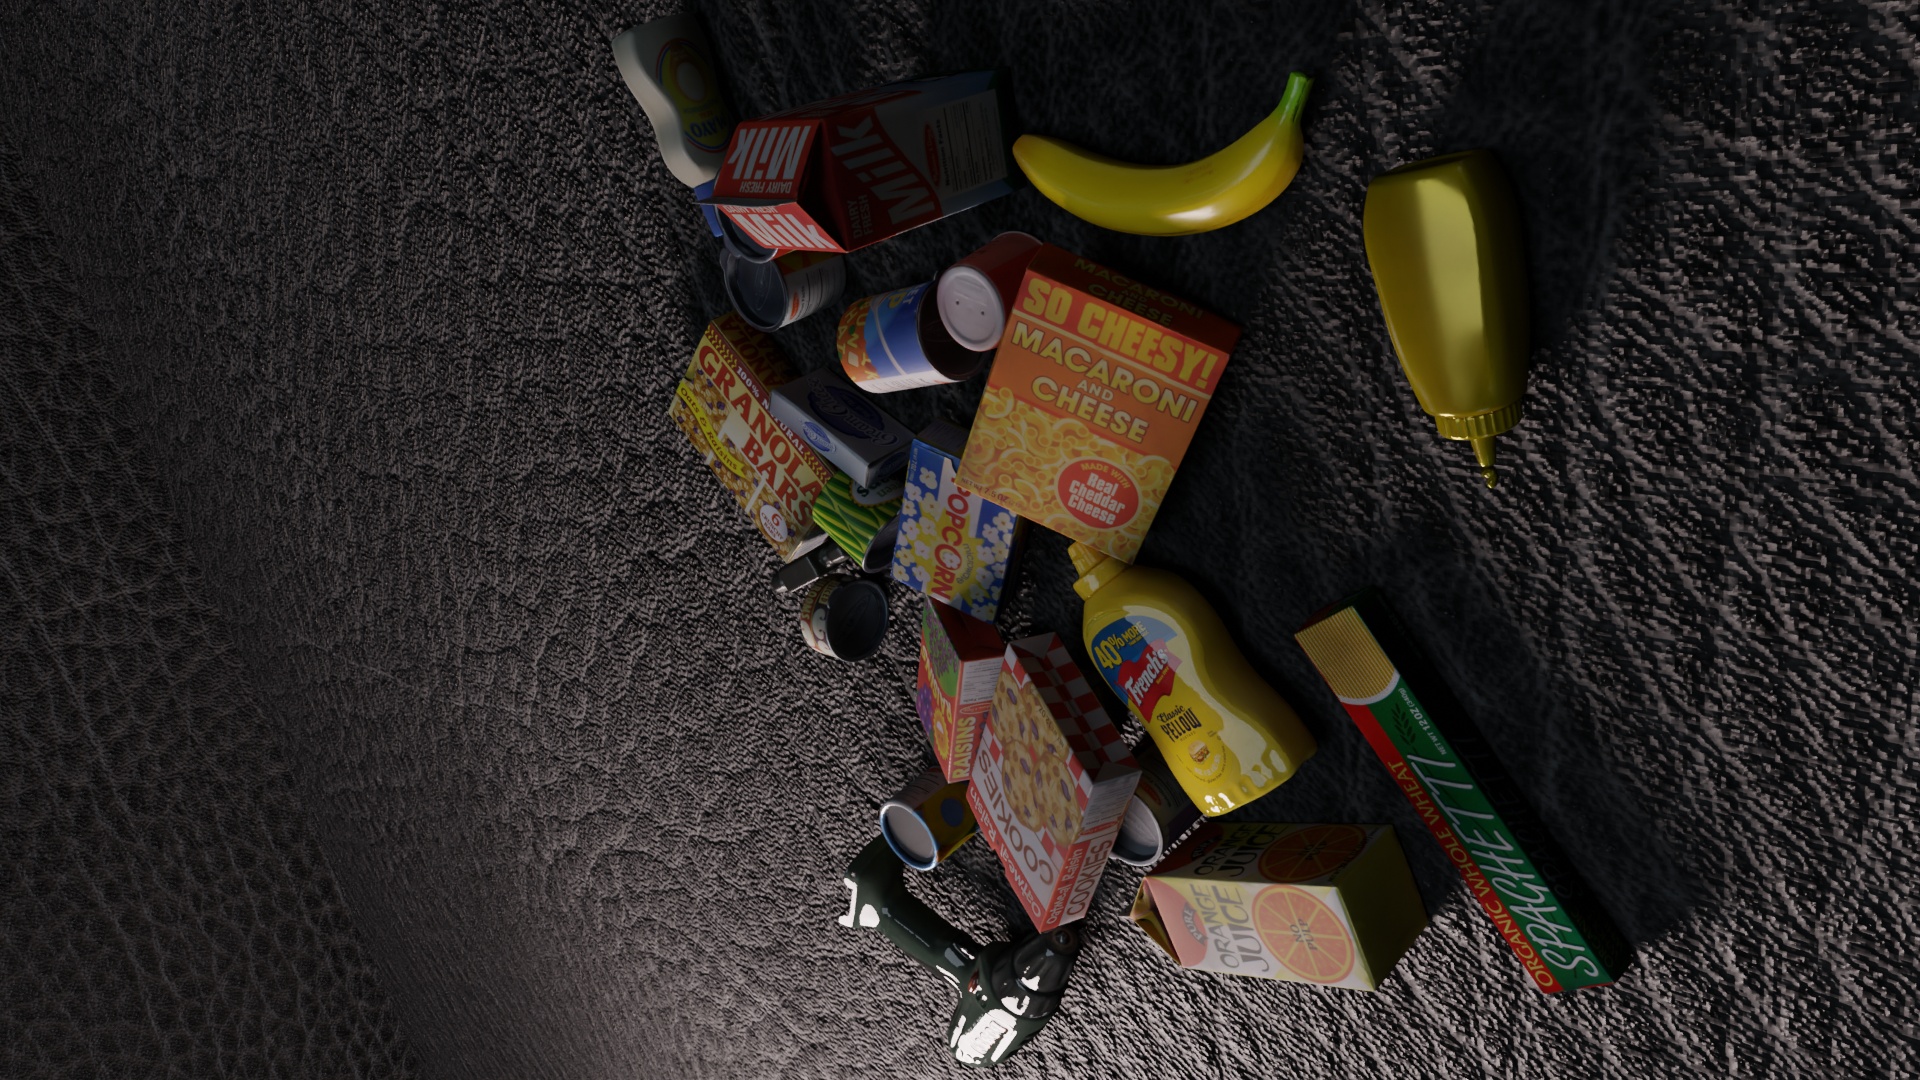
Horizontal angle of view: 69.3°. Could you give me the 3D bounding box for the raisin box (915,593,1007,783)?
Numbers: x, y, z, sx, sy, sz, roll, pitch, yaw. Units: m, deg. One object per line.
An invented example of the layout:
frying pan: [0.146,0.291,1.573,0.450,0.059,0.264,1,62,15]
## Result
raisin box: [0.000,0.103,1.017,0.086,0.040,0.122,-119,28,-48]

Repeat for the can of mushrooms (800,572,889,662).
can of mushrooms: [-0.091,0.058,1.087,0.033,0.071,0.070,13,122,43]

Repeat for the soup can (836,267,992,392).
soup can: [-0.030,-0.135,0.903,0.083,0.072,0.071,-2,112,47]

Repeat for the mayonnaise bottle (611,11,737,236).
mayonnaise bottle: [-0.186,-0.289,0.975,0.041,0.065,0.147,-3,115,50]

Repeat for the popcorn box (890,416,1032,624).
popcorn box: [0.003,-0.012,0.953,0.085,0.038,0.126,25,132,17]

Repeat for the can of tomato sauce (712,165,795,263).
can of tomato sauce: [-0.111,-0.225,0.916,0.071,0.083,0.070,26,130,34]

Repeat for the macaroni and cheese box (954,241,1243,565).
macaroni and cheese box: [0.076,-0.078,0.817,0.124,0.040,0.165,25,133,6]

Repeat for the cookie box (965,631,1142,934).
cookie box: [0.057,0.165,0.936,0.123,0.040,0.166,58,148,39]

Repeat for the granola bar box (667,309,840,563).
granola bar box: [-0.152,-0.080,1.087,0.165,0.039,0.123,51,140,9]

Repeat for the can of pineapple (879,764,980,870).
can of pineapple: [-0.023,0.227,1.129,0.071,0.058,0.070,25,130,34]

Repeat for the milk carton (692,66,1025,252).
milk carton: [-0.055,-0.211,0.781,0.072,0.191,0.073,12,122,41]

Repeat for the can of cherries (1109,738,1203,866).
can of cherries: [0.125,0.178,0.943,0.071,0.059,0.071,25,130,33]

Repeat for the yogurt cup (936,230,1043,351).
yogurt cup: [0.023,-0.149,0.847,0.072,0.054,0.072,25,129,34]

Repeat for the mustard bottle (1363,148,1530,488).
mustard bottle: [0.236,-0.100,0.657,0.065,0.049,0.159,2,116,46]

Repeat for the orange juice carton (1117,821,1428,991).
orange juice carton: [0.191,0.230,0.895,0.192,0.072,0.073,-12,104,49]

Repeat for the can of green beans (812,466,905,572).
can of green beans: [-0.065,-0.020,1.012,0.058,0.071,0.071,43,138,19]

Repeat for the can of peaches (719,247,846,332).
can of peaches: [-0.124,-0.188,0.974,0.071,0.058,0.071,26,131,34]

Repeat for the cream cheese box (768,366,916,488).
cream cheese box: [-0.084,-0.083,1.002,0.104,0.053,0.024,38,138,23]

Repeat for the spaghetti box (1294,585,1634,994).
spaghetti box: [0.281,0.141,0.779,0.250,0.029,0.050,56,142,4]

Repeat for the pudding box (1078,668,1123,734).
pudding box: [0.071,0.116,0.983,0.083,0.030,0.049,4,118,45]
